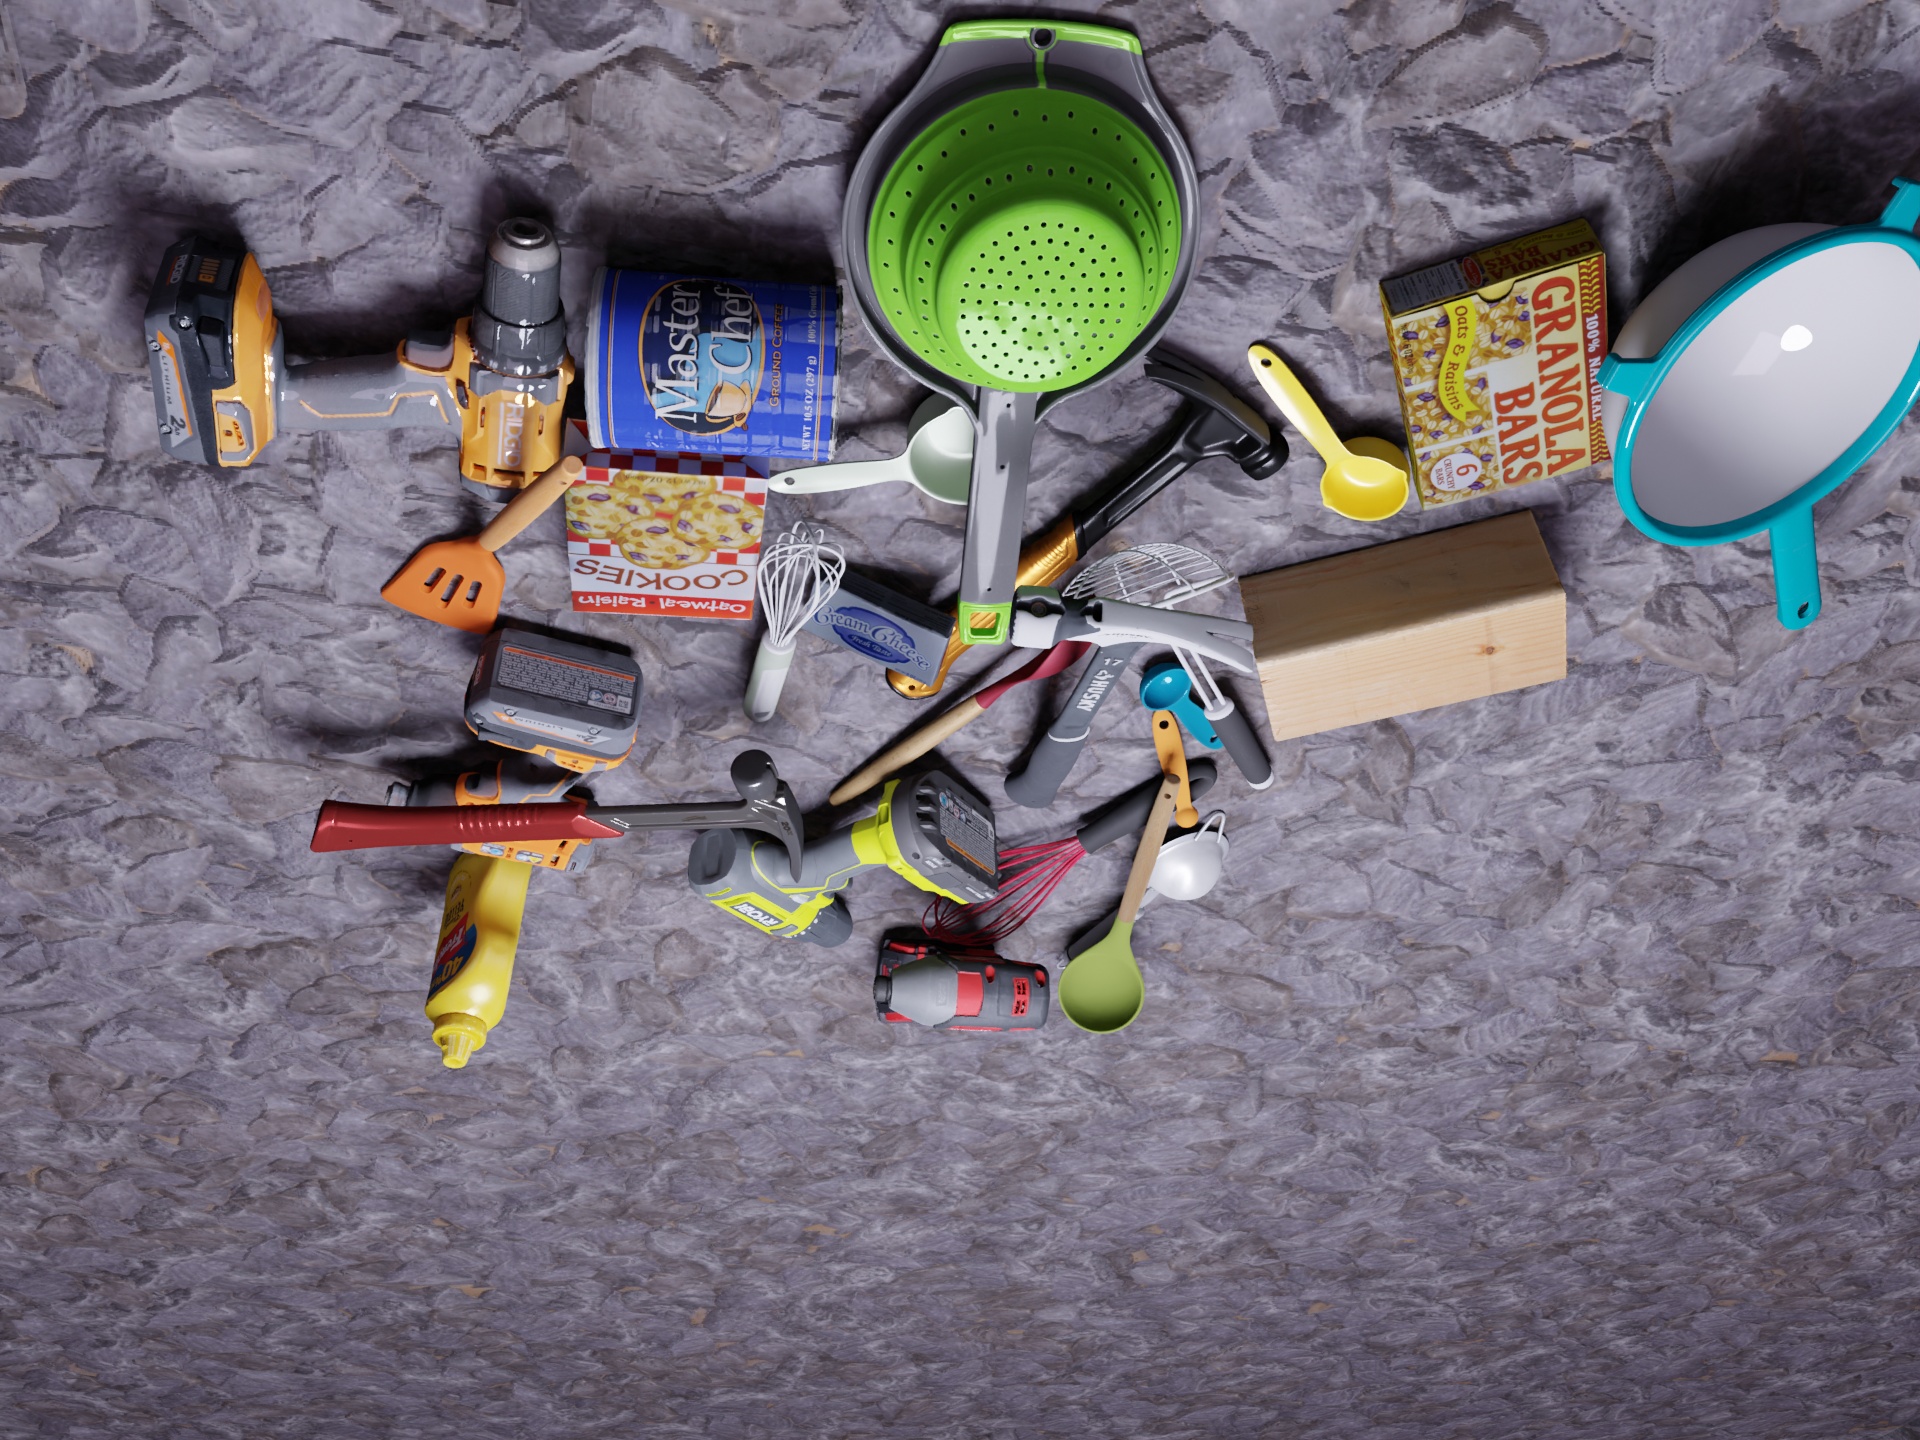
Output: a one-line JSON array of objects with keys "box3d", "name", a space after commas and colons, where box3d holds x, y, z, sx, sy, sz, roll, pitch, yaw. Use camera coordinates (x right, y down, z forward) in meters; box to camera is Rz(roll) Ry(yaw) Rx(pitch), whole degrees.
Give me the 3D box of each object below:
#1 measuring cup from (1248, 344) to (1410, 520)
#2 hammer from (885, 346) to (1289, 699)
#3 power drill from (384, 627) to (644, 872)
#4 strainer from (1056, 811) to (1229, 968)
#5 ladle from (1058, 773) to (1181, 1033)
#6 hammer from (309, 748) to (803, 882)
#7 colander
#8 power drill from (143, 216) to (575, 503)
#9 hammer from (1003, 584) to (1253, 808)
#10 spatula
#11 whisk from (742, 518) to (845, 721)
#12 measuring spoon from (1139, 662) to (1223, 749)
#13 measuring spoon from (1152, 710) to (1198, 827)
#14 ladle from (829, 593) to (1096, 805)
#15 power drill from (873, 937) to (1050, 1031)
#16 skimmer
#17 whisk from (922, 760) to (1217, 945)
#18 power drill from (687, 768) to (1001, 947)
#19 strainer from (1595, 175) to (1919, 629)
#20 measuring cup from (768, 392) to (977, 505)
[{"box3d": [0.236, -0.192, 1.028, 0.062, 0.029, 0.156, -20, 126, 43], "name": "measuring cup"}, {"box3d": [0.058, -0.117, 1.091, 0.127, 0.034, 0.337, 28, 130, -32], "name": "hammer"}, {"box3d": [-0.338, 0.031, 1.201, 0.164, 0.084, 0.226, 14, 140, -19], "name": "power drill"}, {"box3d": [0.161, 0.167, 1.423, 0.086, 0.050, 0.258, 7, 144, -33], "name": "strainer"}, {"box3d": [0.143, 0.160, 1.350, 0.078, 0.062, 0.320, 17, 138, 6], "name": "ladle"}, {"box3d": [-0.298, 0.079, 1.171, 0.359, 0.037, 0.149, -3, 147, 5], "name": "hammer"}, {"box3d": [0.033, -0.184, 0.917, 0.204, 0.095, 0.396, 0, 129, -7], "name": "colander"}, {"box3d": [-0.338, -0.217, 0.917, 0.226, 0.084, 0.185, 5, 139, -16], "name": "power drill"}, {"box3d": [0.084, -0.001, 1.108, 0.149, 0.036, 0.408, 5, 163, -4], "name": "hammer"}, {"box3d": [-0.293, -0.111, 1.004, 0.081, 0.041, 0.322, 21, 163, -26], "name": "spatula"}, {"box3d": [-0.125, -0.060, 1.109, 0.057, 0.059, 0.246, -8, 156, -20], "name": "whisk"}, {"box3d": [0.174, -0.011, 1.238, 0.042, 0.021, 0.128, -38, 140, 11], "name": "measuring spoon"}, {"box3d": [0.172, 0.040, 1.270, 0.021, 0.011, 0.116, -15, 120, 4], "name": "measuring spoon"}, {"box3d": [-0.002, -0.004, 1.209, 0.031, 0.069, 0.315, 48, 128, -9], "name": "ladle"}, {"box3d": [-0.012, 0.230, 1.370, 0.143, 0.078, 0.219, 4, 173, -9], "name": "power drill"}, {"box3d": [0.172, -0.015, 1.145, 0.127, 0.090, 0.362, -19, 144, 17], "name": "skimmer"}, {"box3d": [0.089, 0.112, 1.343, 0.296, 0.073, 0.073, -32, 132, 20], "name": "whisk"}, {"box3d": [-0.085, 0.127, 1.322, 0.228, 0.080, 0.190, -18, 146, 25], "name": "power drill"}, {"box3d": [0.492, -0.181, 0.997, 0.211, 0.095, 0.340, -32, 137, 8], "name": "strainer"}, {"box3d": [-0.041, -0.173, 1.019, 0.167, 0.038, 0.083, -7, 139, 7], "name": "measuring cup"}]
